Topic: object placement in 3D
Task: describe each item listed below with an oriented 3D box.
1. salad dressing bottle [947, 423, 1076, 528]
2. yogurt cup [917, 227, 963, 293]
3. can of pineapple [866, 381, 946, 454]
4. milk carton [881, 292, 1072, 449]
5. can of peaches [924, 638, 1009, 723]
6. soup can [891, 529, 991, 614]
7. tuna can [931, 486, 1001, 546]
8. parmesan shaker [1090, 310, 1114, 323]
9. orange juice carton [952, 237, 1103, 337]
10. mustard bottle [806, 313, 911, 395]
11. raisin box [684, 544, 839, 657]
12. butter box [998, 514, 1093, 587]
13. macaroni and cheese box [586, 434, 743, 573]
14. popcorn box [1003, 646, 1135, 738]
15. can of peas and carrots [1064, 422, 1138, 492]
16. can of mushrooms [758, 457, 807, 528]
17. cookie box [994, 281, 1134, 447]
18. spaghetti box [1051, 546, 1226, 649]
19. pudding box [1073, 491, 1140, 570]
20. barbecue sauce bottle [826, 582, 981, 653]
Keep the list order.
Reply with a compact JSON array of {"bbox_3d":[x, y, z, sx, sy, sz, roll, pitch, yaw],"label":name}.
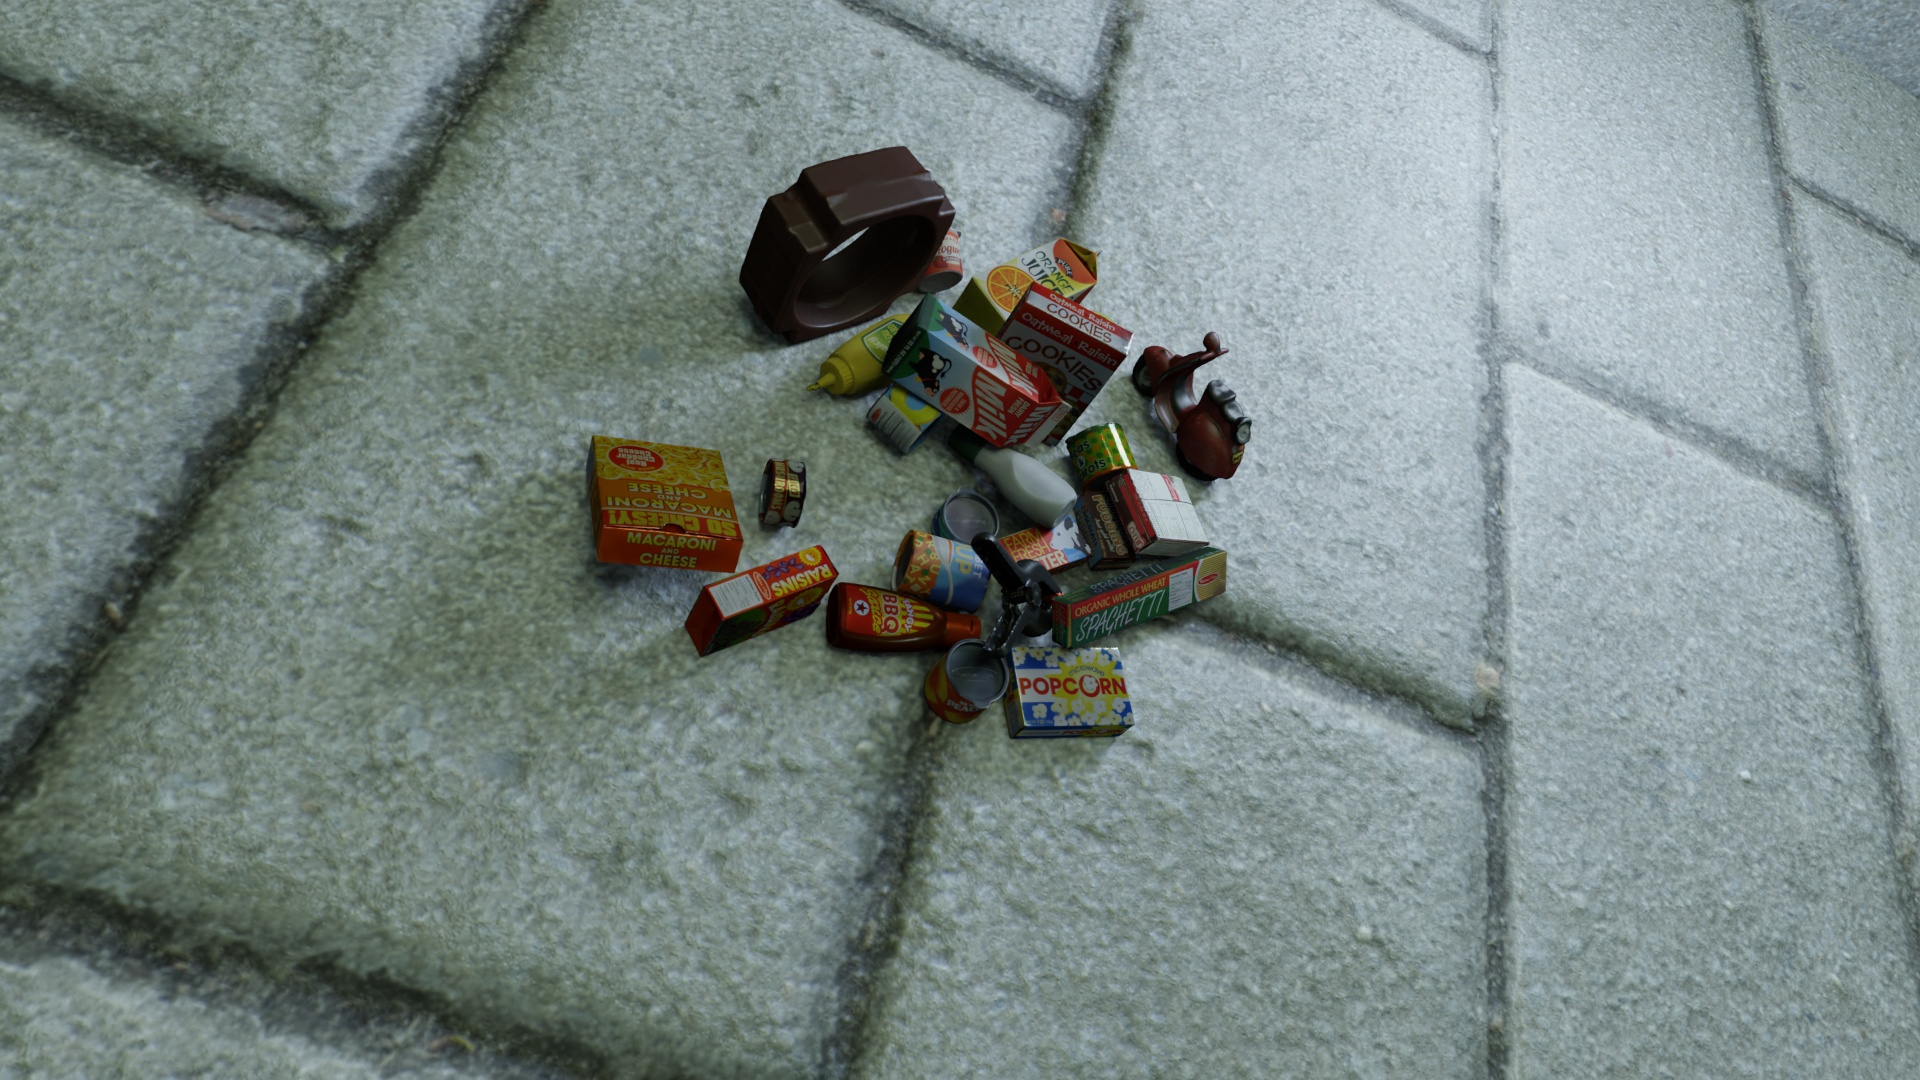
[{"bbox_3d":[0.054,-0.073,1.477,0.148,0.043,0.064,38,39,15],"label":"salad dressing bottle"},{"bbox_3d":[-0.029,-0.318,1.583,0.072,0.072,0.054,-7,74,-29],"label":"yogurt cup"},{"bbox_3d":[-0.055,-0.134,1.461,0.058,0.070,0.071,44,53,3],"label":"can of pineapple"},{"bbox_3d":[0.020,-0.166,1.448,0.190,0.072,0.074,32,35,-16],"label":"milk carton"},{"bbox_3d":[0.005,0.138,1.337,0.071,0.057,0.071,12,58,-20],"label":"can of peaches"},{"bbox_3d":[-0.018,0.028,1.381,0.084,0.071,0.072,16,57,-16],"label":"soup can"},{"bbox_3d":[0.005,-0.018,1.443,0.071,0.032,0.071,12,58,-19],"label":"tuna can"},{"bbox_3d":[0.133,-0.201,1.567,0.071,0.102,0.071,12,58,-19],"label":"parmesan shaker"},{"bbox_3d":[0.087,-0.289,1.615,0.193,0.071,0.073,-31,79,-35],"label":"orange juice carton"},{"bbox_3d":[-0.100,-0.190,1.483,0.161,0.048,0.065,-33,78,-36],"label":"mustard bottle"},{"bbox_3d":[-0.183,0.055,1.277,0.124,0.085,0.040,-21,72,-33],"label":"raisin box"},{"bbox_3d":[0.086,0.012,1.469,0.104,0.024,0.053,-19,71,-33],"label":"butter box"},{"bbox_3d":[-0.273,-0.036,1.268,0.124,0.040,0.167,6,29,-22],"label":"macaroni and cheese box"},{"bbox_3d":[0.105,0.152,1.388,0.127,0.038,0.085,3,61,-24],"label":"popcorn box"},{"bbox_3d":[0.156,-0.089,1.535,0.071,0.070,0.059,-7,66,-29],"label":"can of peas and carrots"},{"bbox_3d":[-0.173,-0.047,1.351,0.033,0.070,0.071,9,59,-19],"label":"can of mushrooms"},{"bbox_3d":[0.091,-0.188,1.498,0.123,0.166,0.040,26,49,-10],"label":"cookie box"},{"bbox_3d":[0.191,0.057,1.458,0.251,0.029,0.050,-16,112,-39],"label":"spaghetti box"},{"bbox_3d":[0.159,-0.011,1.514,0.050,0.030,0.084,0,62,-27],"label":"pudding box"},{"bbox_3d":[-0.054,0.081,1.350,0.149,0.043,0.065,10,57,-21],"label":"barbecue sauce bottle"}]
